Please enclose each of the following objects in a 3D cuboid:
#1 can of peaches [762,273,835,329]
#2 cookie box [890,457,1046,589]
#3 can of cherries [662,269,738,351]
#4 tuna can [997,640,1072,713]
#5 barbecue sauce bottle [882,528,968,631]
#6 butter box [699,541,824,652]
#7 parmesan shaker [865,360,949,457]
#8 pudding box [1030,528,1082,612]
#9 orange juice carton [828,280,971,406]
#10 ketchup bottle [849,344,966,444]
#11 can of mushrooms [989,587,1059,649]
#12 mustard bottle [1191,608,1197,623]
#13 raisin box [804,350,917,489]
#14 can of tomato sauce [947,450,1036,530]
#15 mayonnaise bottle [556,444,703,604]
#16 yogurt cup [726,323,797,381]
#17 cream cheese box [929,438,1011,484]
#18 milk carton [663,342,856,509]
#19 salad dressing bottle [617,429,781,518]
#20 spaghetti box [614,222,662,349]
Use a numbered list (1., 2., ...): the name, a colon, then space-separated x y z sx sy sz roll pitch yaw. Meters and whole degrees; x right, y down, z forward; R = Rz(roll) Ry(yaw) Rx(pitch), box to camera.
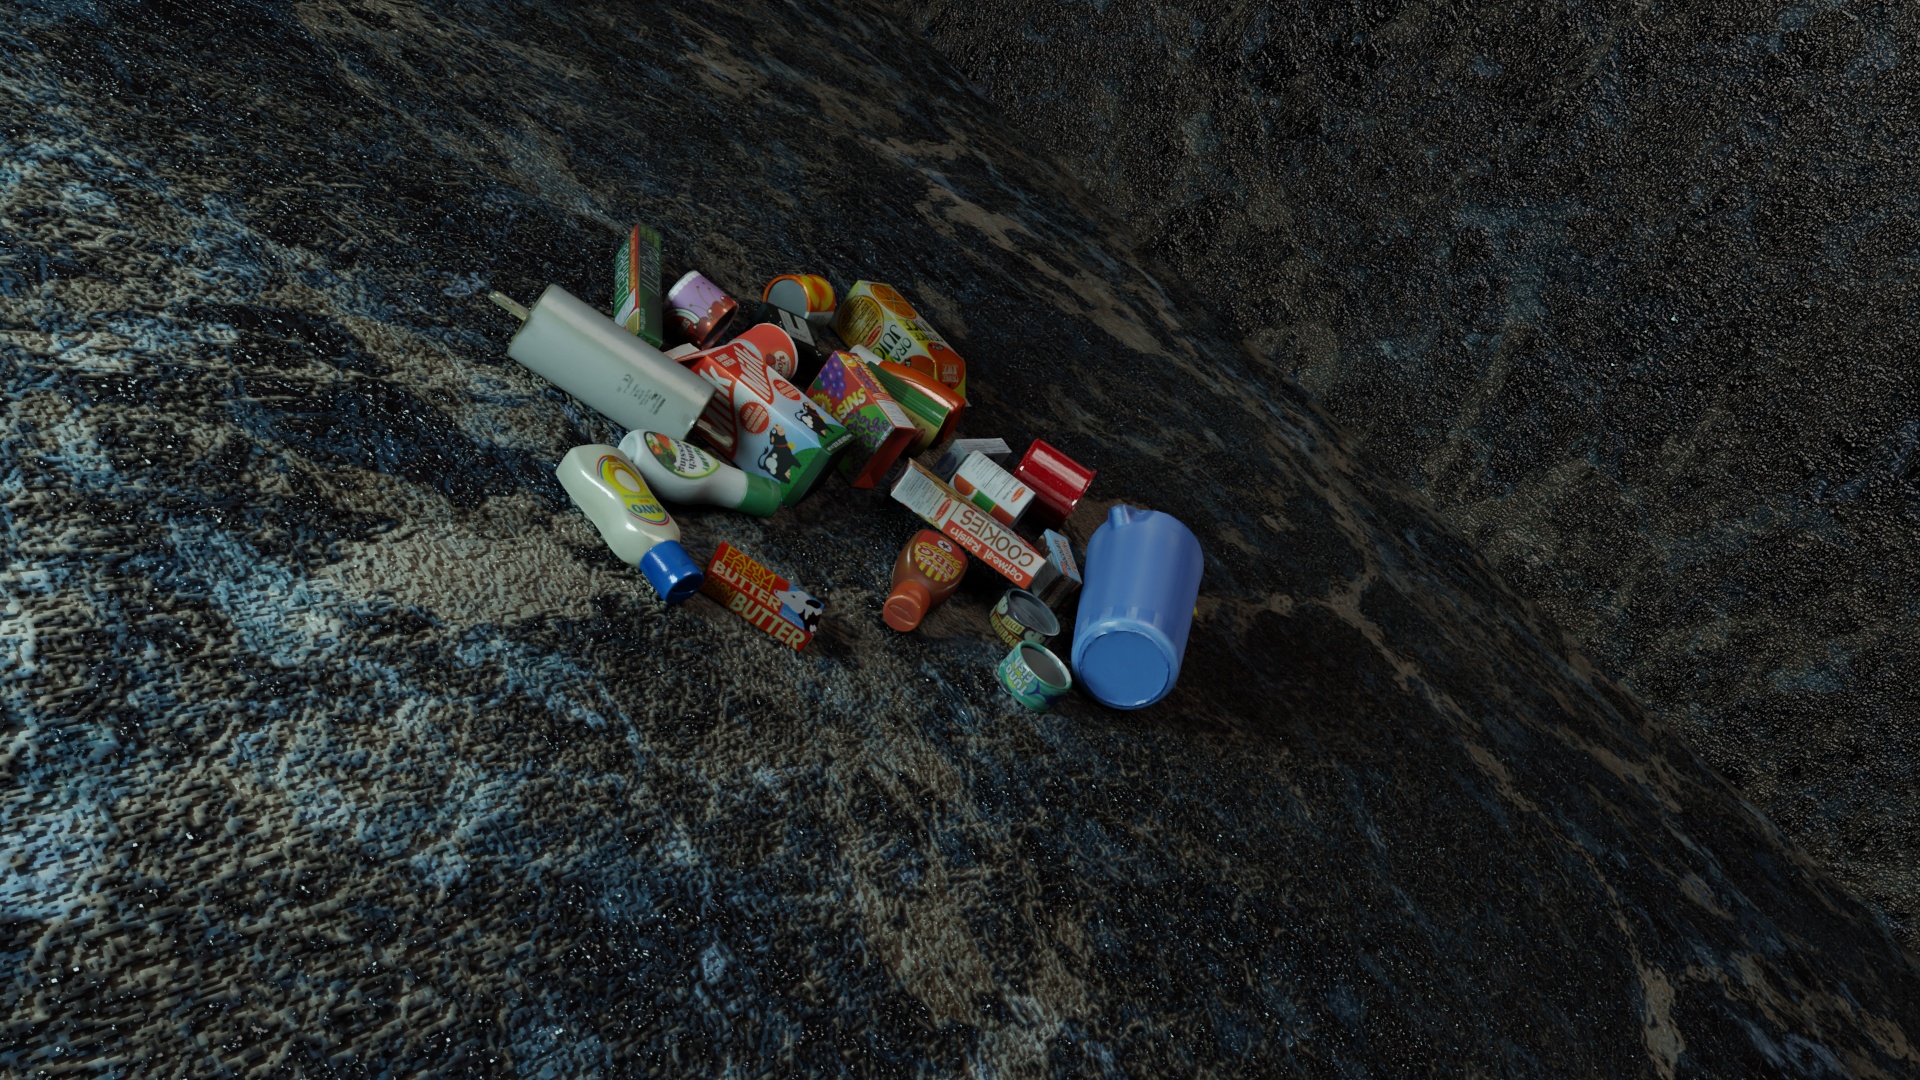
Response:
1. can of peaches: -0.190 -0.280 1.626 0.071 0.071 0.058 44 25 12
2. cookie box: 0.005 -0.018 1.432 0.167 0.040 0.123 35 3 -7
3. can of cherries: -0.274 -0.235 1.438 0.058 0.071 0.072 39 24 -2
4. tuna can: 0.070 0.129 1.320 0.071 0.032 0.071 32 25 -16
5. barbecue sauce bottle: -0.037 0.040 1.313 0.065 0.043 0.149 35 25 -2
6. butter box: -0.165 0.046 1.148 0.103 0.024 0.053 34 24 -12
7. parmesan shaker: -0.074 -0.149 1.555 0.103 0.071 0.071 32 25 -14
8. pudding box: 0.099 0.032 1.507 0.030 0.049 0.084 28 26 -27
9. orange juice carton: -0.066 -0.228 1.701 0.193 0.072 0.072 48 25 18
10. ketchup bottle: -0.069 -0.176 1.626 0.149 0.064 0.044 33 34 9
11. can of mushrooms: 0.063 0.082 1.391 0.071 0.033 0.071 32 25 -17
12. mustard bottle: 0.215 0.042 1.652 0.065 0.048 0.161 9 37 -48
13. raisin box: -0.110 -0.127 1.449 0.040 0.085 0.124 3 43 -51
14. can of tomato sauce: 0.031 -0.048 1.531 0.083 0.071 0.071 37 24 5
15. mayonnaise bottle: -0.258 -0.014 1.102 0.148 0.041 0.065 48 24 22
16. yogurt cup: -0.211 -0.188 1.443 0.072 0.072 0.054 43 32 8
17. cream cheese box: 0.012 -0.091 1.596 0.024 0.053 0.104 49 26 18
18. milk carton: -0.203 -0.124 1.330 0.190 0.073 0.072 39 24 2
19. salad dressing bottle: -0.227 -0.054 1.212 0.148 0.043 0.064 18 33 -39
20. spaghetti box: -0.326 -0.247 1.402 0.028 0.050 0.251 27 26 -29
